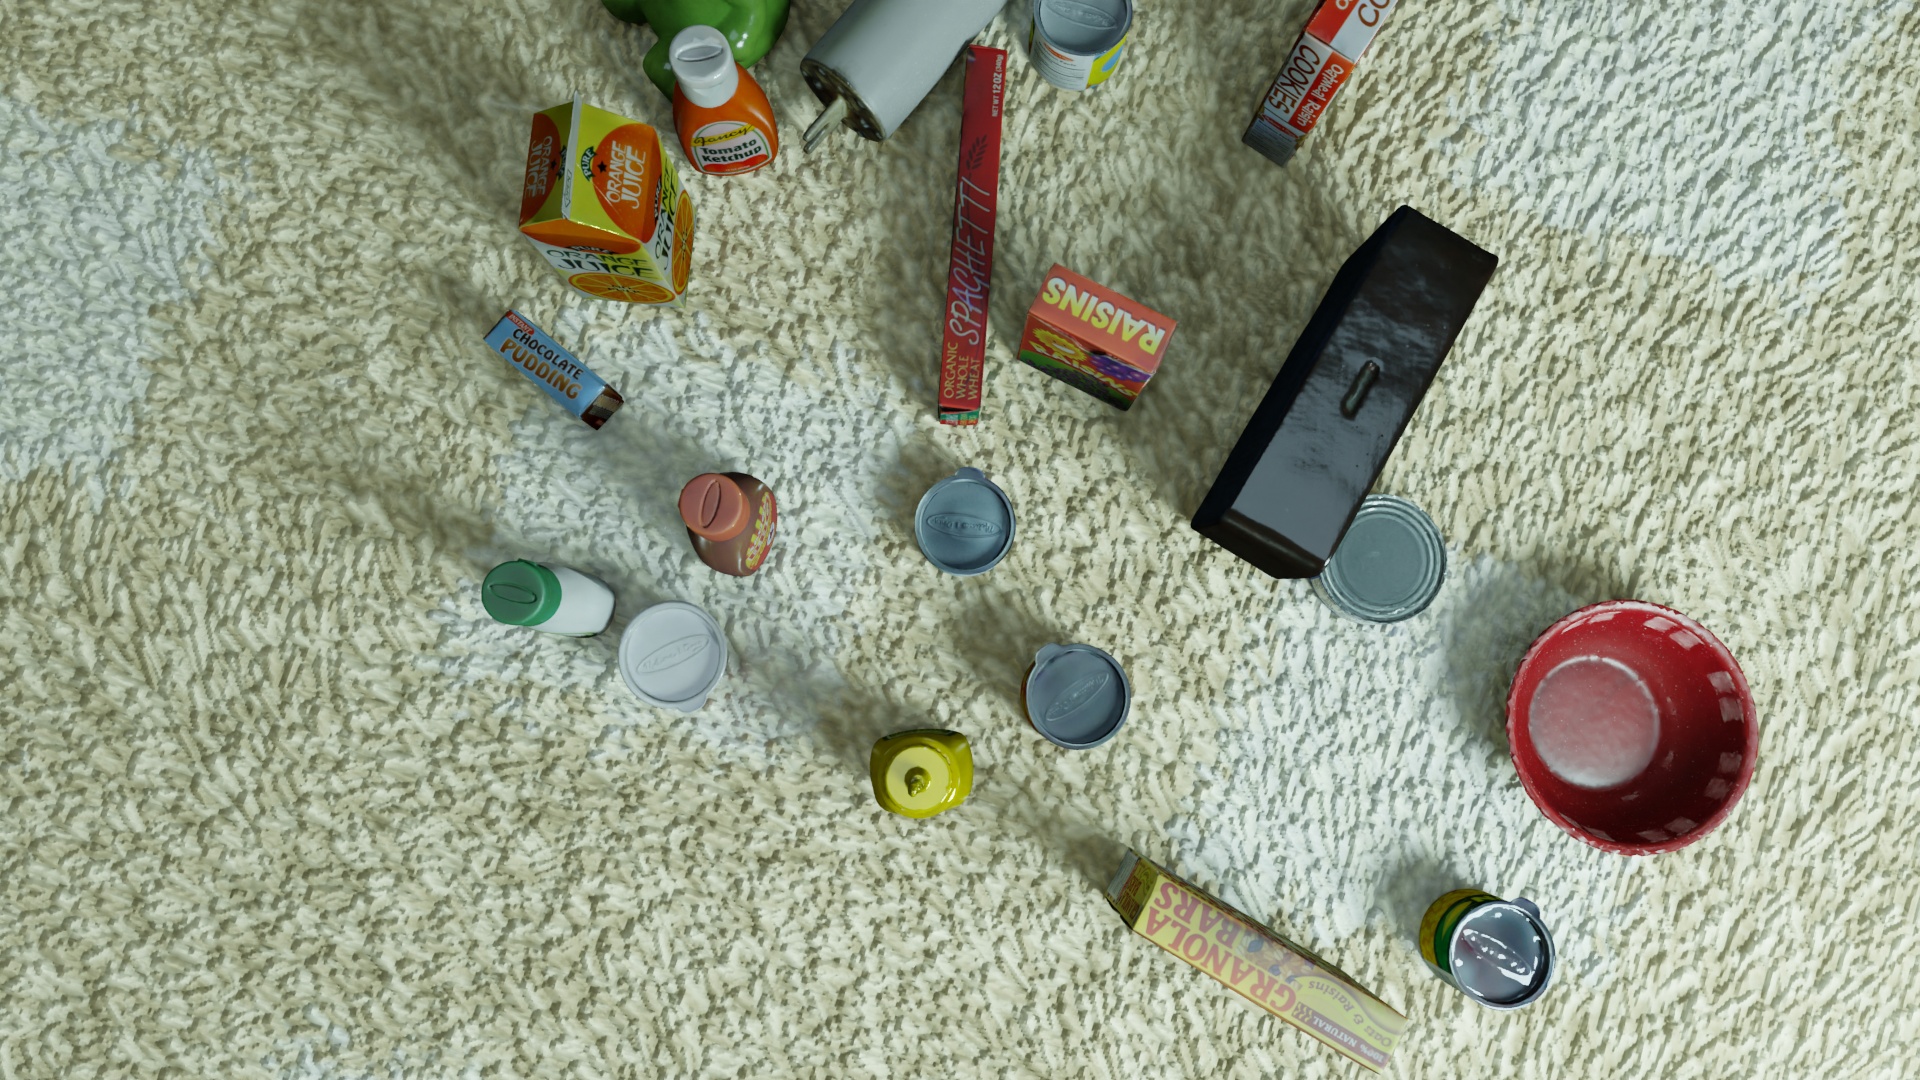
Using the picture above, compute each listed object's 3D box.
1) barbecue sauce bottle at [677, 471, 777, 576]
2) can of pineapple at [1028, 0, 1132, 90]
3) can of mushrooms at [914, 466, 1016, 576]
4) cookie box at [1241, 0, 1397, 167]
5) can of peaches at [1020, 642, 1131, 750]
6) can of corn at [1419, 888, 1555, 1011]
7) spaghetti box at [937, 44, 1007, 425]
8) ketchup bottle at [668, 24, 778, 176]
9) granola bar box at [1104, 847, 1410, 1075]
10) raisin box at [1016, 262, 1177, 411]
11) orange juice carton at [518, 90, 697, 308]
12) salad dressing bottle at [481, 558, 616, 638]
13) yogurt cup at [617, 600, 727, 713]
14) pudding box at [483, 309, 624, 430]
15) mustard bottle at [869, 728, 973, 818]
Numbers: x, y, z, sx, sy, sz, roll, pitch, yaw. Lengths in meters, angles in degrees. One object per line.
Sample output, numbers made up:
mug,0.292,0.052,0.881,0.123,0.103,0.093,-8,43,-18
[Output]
barbecue sauce bottle,-0.143,-0.014,0.855,0.044,0.148,0.065,14,84,0
can of pineapple,0.081,-0.349,0.942,0.071,0.058,0.071,0,84,-1
can of mushrooms,0.003,-0.011,0.916,0.071,0.033,0.071,0,84,-1
cookie box,0.244,-0.327,0.889,0.040,0.167,0.123,33,84,2
can of peaches,0.072,0.098,0.893,0.071,0.058,0.071,0,84,-1
can of corn,0.334,0.256,0.883,0.071,0.058,0.071,0,84,-1
spaghetti box,0.008,-0.202,0.928,0.029,0.050,0.250,4,84,-1
ketchup bottle,-0.154,-0.278,0.883,0.065,0.148,0.043,-11,85,-2
granola bar box,0.174,0.252,0.846,0.165,0.124,0.039,30,85,2
raisin box,0.083,-0.127,0.885,0.086,0.123,0.040,27,84,1
orange juice carton,-0.216,-0.204,0.851,0.073,0.192,0.072,6,84,-1
salad dressing bottle,-0.252,0.035,0.847,0.064,0.147,0.044,16,84,0
yogurt cup,-0.181,0.074,0.892,0.072,0.054,0.072,0,84,-1
pudding box,-0.266,-0.112,0.912,0.084,0.049,0.030,39,85,3
mustard bottle,-0.023,0.140,0.835,0.065,0.160,0.049,-5,85,-2
